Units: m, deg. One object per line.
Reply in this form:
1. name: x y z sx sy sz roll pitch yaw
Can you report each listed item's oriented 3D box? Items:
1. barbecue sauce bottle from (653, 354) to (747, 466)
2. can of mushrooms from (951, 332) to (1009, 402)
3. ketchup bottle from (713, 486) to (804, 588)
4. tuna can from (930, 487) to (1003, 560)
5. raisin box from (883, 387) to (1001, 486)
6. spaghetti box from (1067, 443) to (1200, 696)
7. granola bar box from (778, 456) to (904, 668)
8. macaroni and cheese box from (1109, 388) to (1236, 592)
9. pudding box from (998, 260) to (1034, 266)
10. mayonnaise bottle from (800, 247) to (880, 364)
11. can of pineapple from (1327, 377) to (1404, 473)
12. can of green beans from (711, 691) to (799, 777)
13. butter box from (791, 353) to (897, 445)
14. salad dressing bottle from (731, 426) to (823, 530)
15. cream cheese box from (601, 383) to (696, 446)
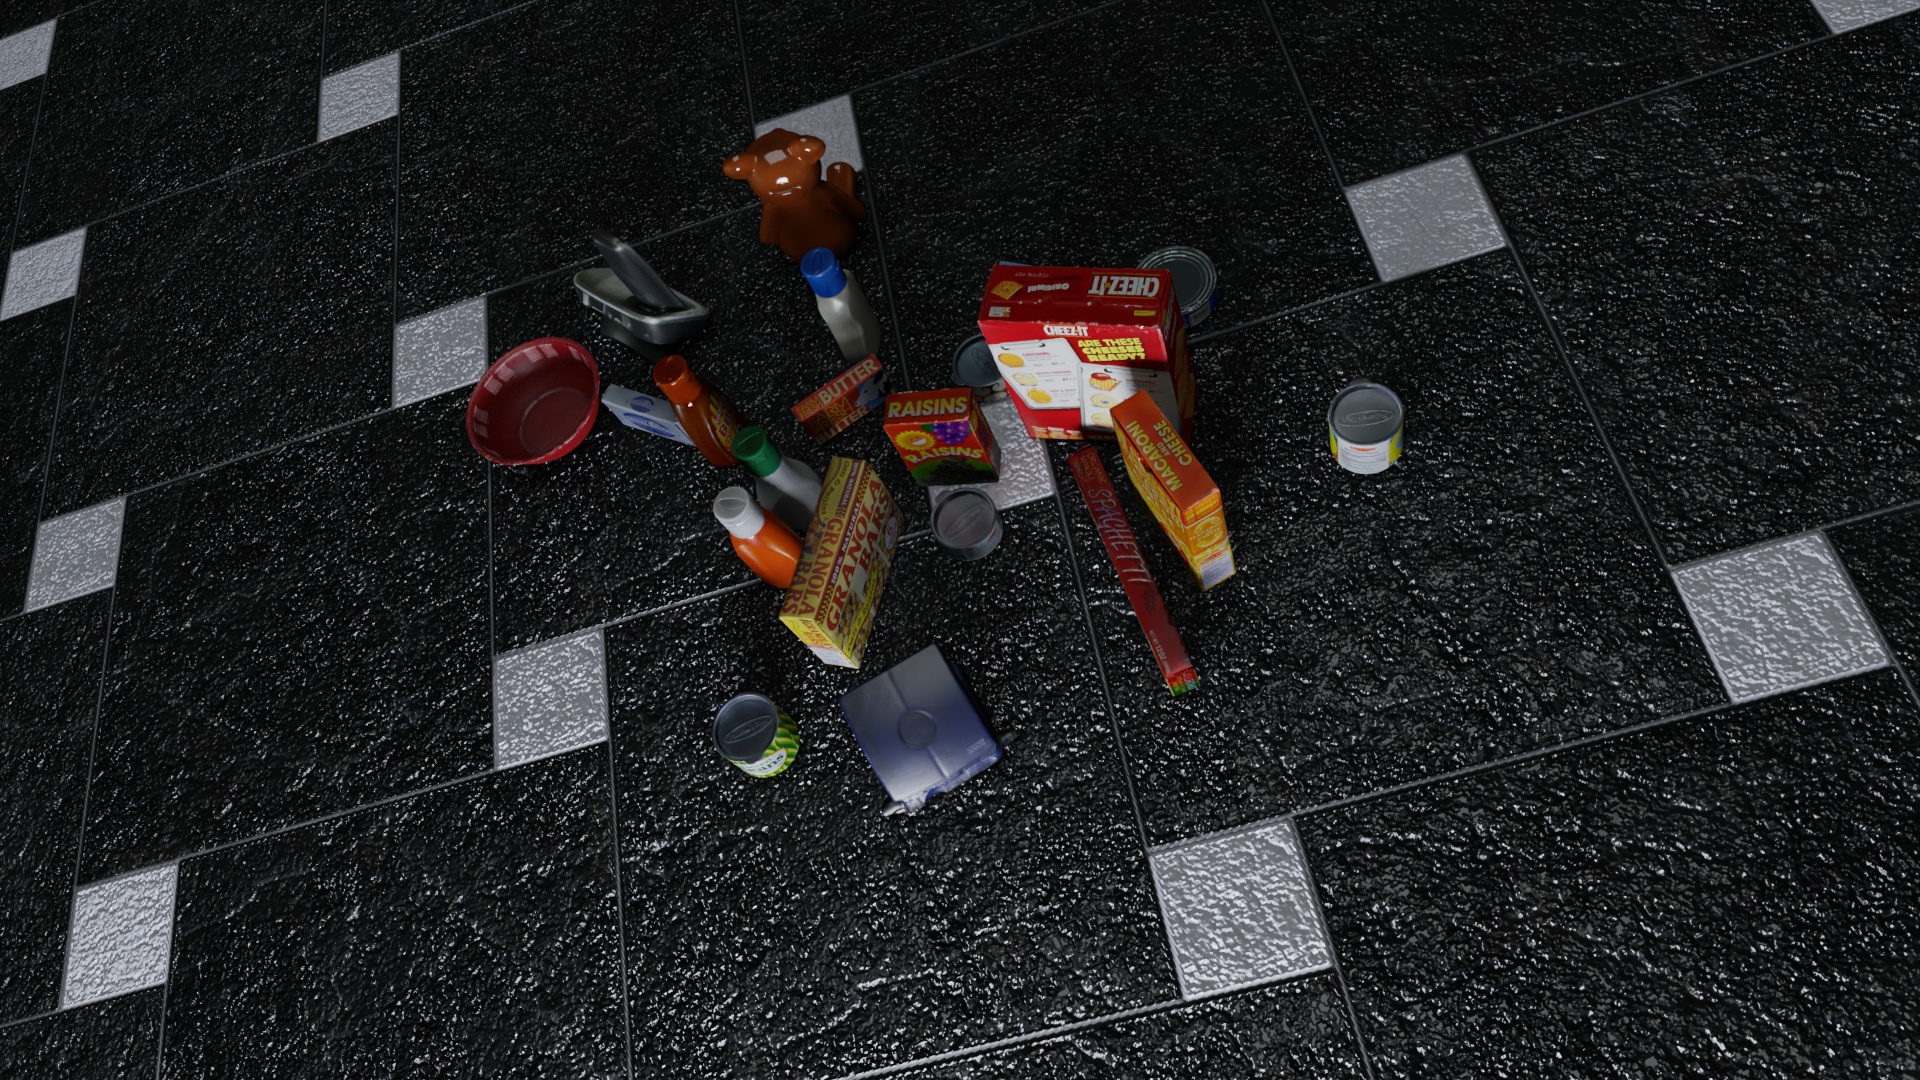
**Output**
1. barbecue sauce bottle: -0.265 -0.135 1.418 0.043 0.148 0.065 -2 64 16
2. can of mushrooms: 0.025 -0.176 1.420 0.071 0.033 0.071 -7 63 13
3. ketchup bottle: -0.190 -0.002 1.330 0.065 0.148 0.044 2 66 18
4. tuna can: 0.005 -0.017 1.347 0.071 0.032 0.071 -7 63 13
5. raisin box: -0.016 -0.099 1.342 0.086 0.123 0.040 -2 64 15
6. spaghetti box: 0.157 0.024 1.273 0.029 0.050 0.251 -24 60 4
7. granola bar box: -0.108 0.022 1.308 0.039 0.124 0.166 8 67 20
8. macaroni and cheese box: 0.189 -0.041 1.228 0.040 0.166 0.124 -31 60 0
9. pudding box: 0.078 -0.259 1.436 0.084 0.049 0.030 13 69 22
10. mayonnaise bottle: -0.122 -0.244 1.431 0.041 0.147 0.065 -6 63 14
11. can of pineapple: 0.371 -0.104 1.269 0.071 0.057 0.071 -7 63 13
12. can of green beans: -0.190 0.181 1.291 0.071 0.057 0.071 -7 63 13
13. butter box: -0.119 -0.145 1.435 0.103 0.053 0.024 -34 60 -2
14. salad dressing bottle: -0.178 -0.061 1.356 0.064 0.147 0.044 -35 60 -2
15. cream cheese box: -0.330 -0.134 1.491 0.104 0.053 0.024 18 71 23
